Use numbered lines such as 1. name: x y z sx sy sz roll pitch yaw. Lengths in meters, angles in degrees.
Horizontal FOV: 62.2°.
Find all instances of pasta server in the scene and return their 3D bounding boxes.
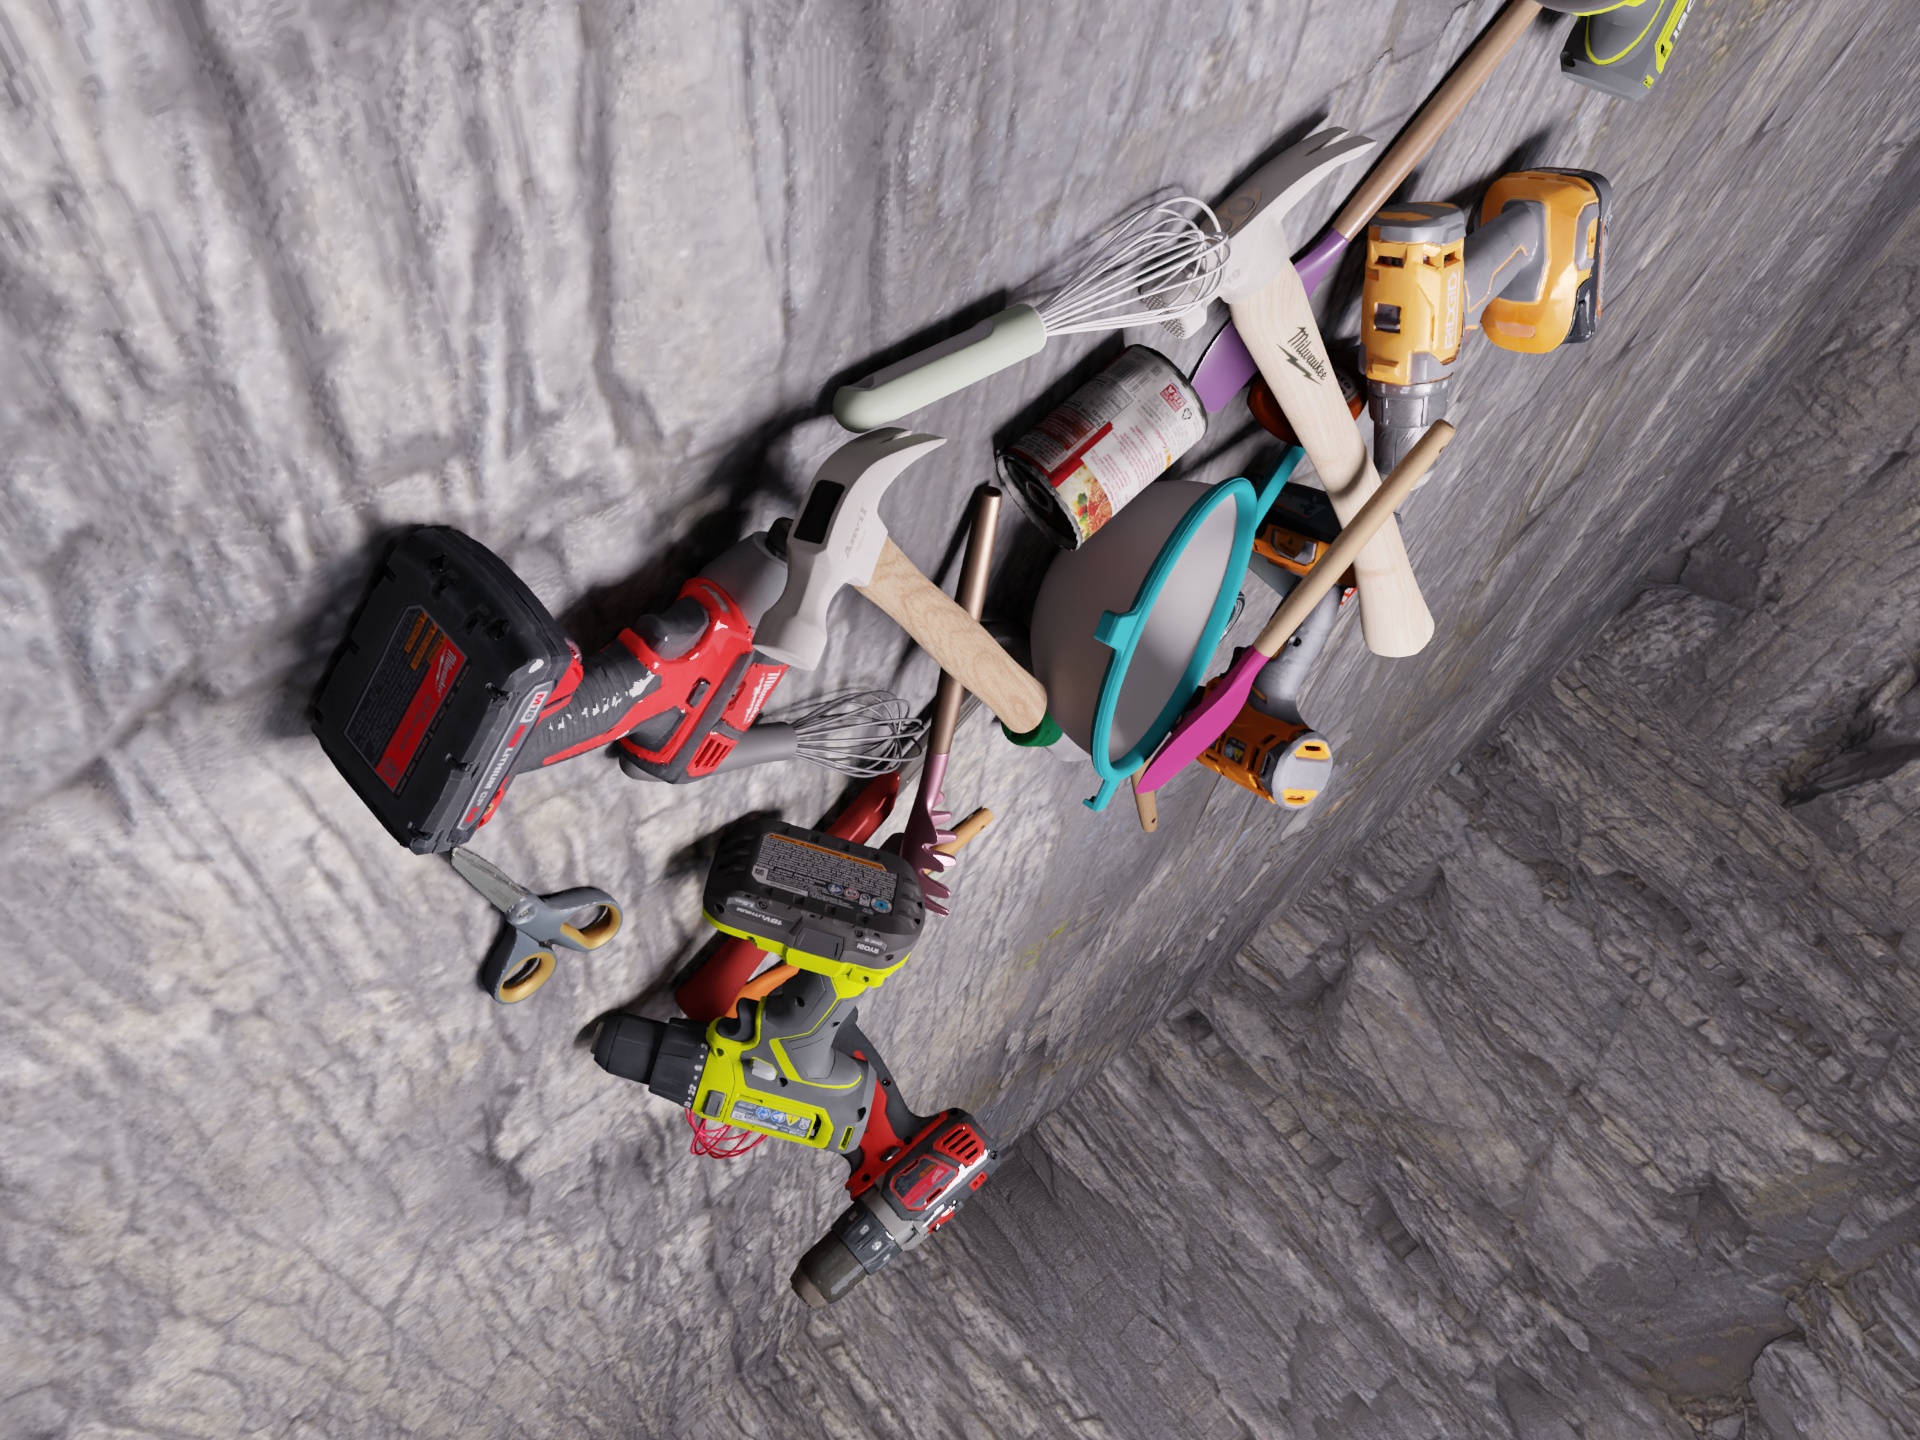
1. pasta server: -0.002 -0.003 0.989 0.060 0.040 0.316 -82 -177 -54

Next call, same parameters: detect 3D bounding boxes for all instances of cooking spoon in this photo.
1. cooking spoon: 0.211 -0.065 1.033 0.068 0.017 0.318 -7 140 -53

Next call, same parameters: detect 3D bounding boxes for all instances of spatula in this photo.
1. spatula: -0.089 0.174 1.255 0.322 0.041 0.081 -38 148 -21
2. spatula: 0.246 -0.316 0.960 0.316 0.018 0.059 -50 148 17
3. spatula: 0.135 -0.014 1.231 0.082 0.044 0.317 -37 138 -20

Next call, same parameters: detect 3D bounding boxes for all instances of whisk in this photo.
1. whisk: -0.114 0.199 1.132 0.295 0.073 0.073 -57 157 15
2. whisk: 0.040 -0.195 0.774 0.246 0.058 0.059 -31 122 -26
3. whisk: -0.101 0.014 0.908 0.239 0.055 0.055 -7 139 -53

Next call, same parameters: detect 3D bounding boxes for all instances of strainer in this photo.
1. strainer: 0.138 -0.118 1.066 0.340 0.095 0.210 -53 158 -30

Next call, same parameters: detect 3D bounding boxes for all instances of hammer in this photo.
1. hammer: -0.075 0.072 1.086 0.359 0.037 0.149 -48 160 9
2. hammer: -0.009 -0.051 0.843 0.130 0.031 0.331 -70 158 -7
3. hammer: 0.243 -0.173 0.996 0.146 0.038 0.410 -43 138 -1

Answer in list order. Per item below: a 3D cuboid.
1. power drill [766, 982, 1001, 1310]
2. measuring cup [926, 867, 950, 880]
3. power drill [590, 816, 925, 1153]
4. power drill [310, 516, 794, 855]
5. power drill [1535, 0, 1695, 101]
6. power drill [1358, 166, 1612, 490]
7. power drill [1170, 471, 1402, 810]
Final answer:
1. power drill: -0.104 0.326 1.253 0.188 0.227 0.080 -39 159 -16
2. measuring cup: -0.068 0.130 1.217 0.167 0.038 0.083 -26 153 -46
3. power drill: -0.131 0.178 1.033 0.080 0.190 0.228 -82 -169 -56
4. power drill: -0.152 -0.026 0.690 0.143 0.079 0.219 -54 161 25
5. power drill: 0.372 -0.443 0.858 0.223 0.080 0.171 -17 134 -58
6. power drill: 0.350 -0.270 1.080 0.226 0.084 0.185 -29 126 -35
7. power drill: 0.229 -0.065 1.199 0.084 0.164 0.226 5 106 -36
